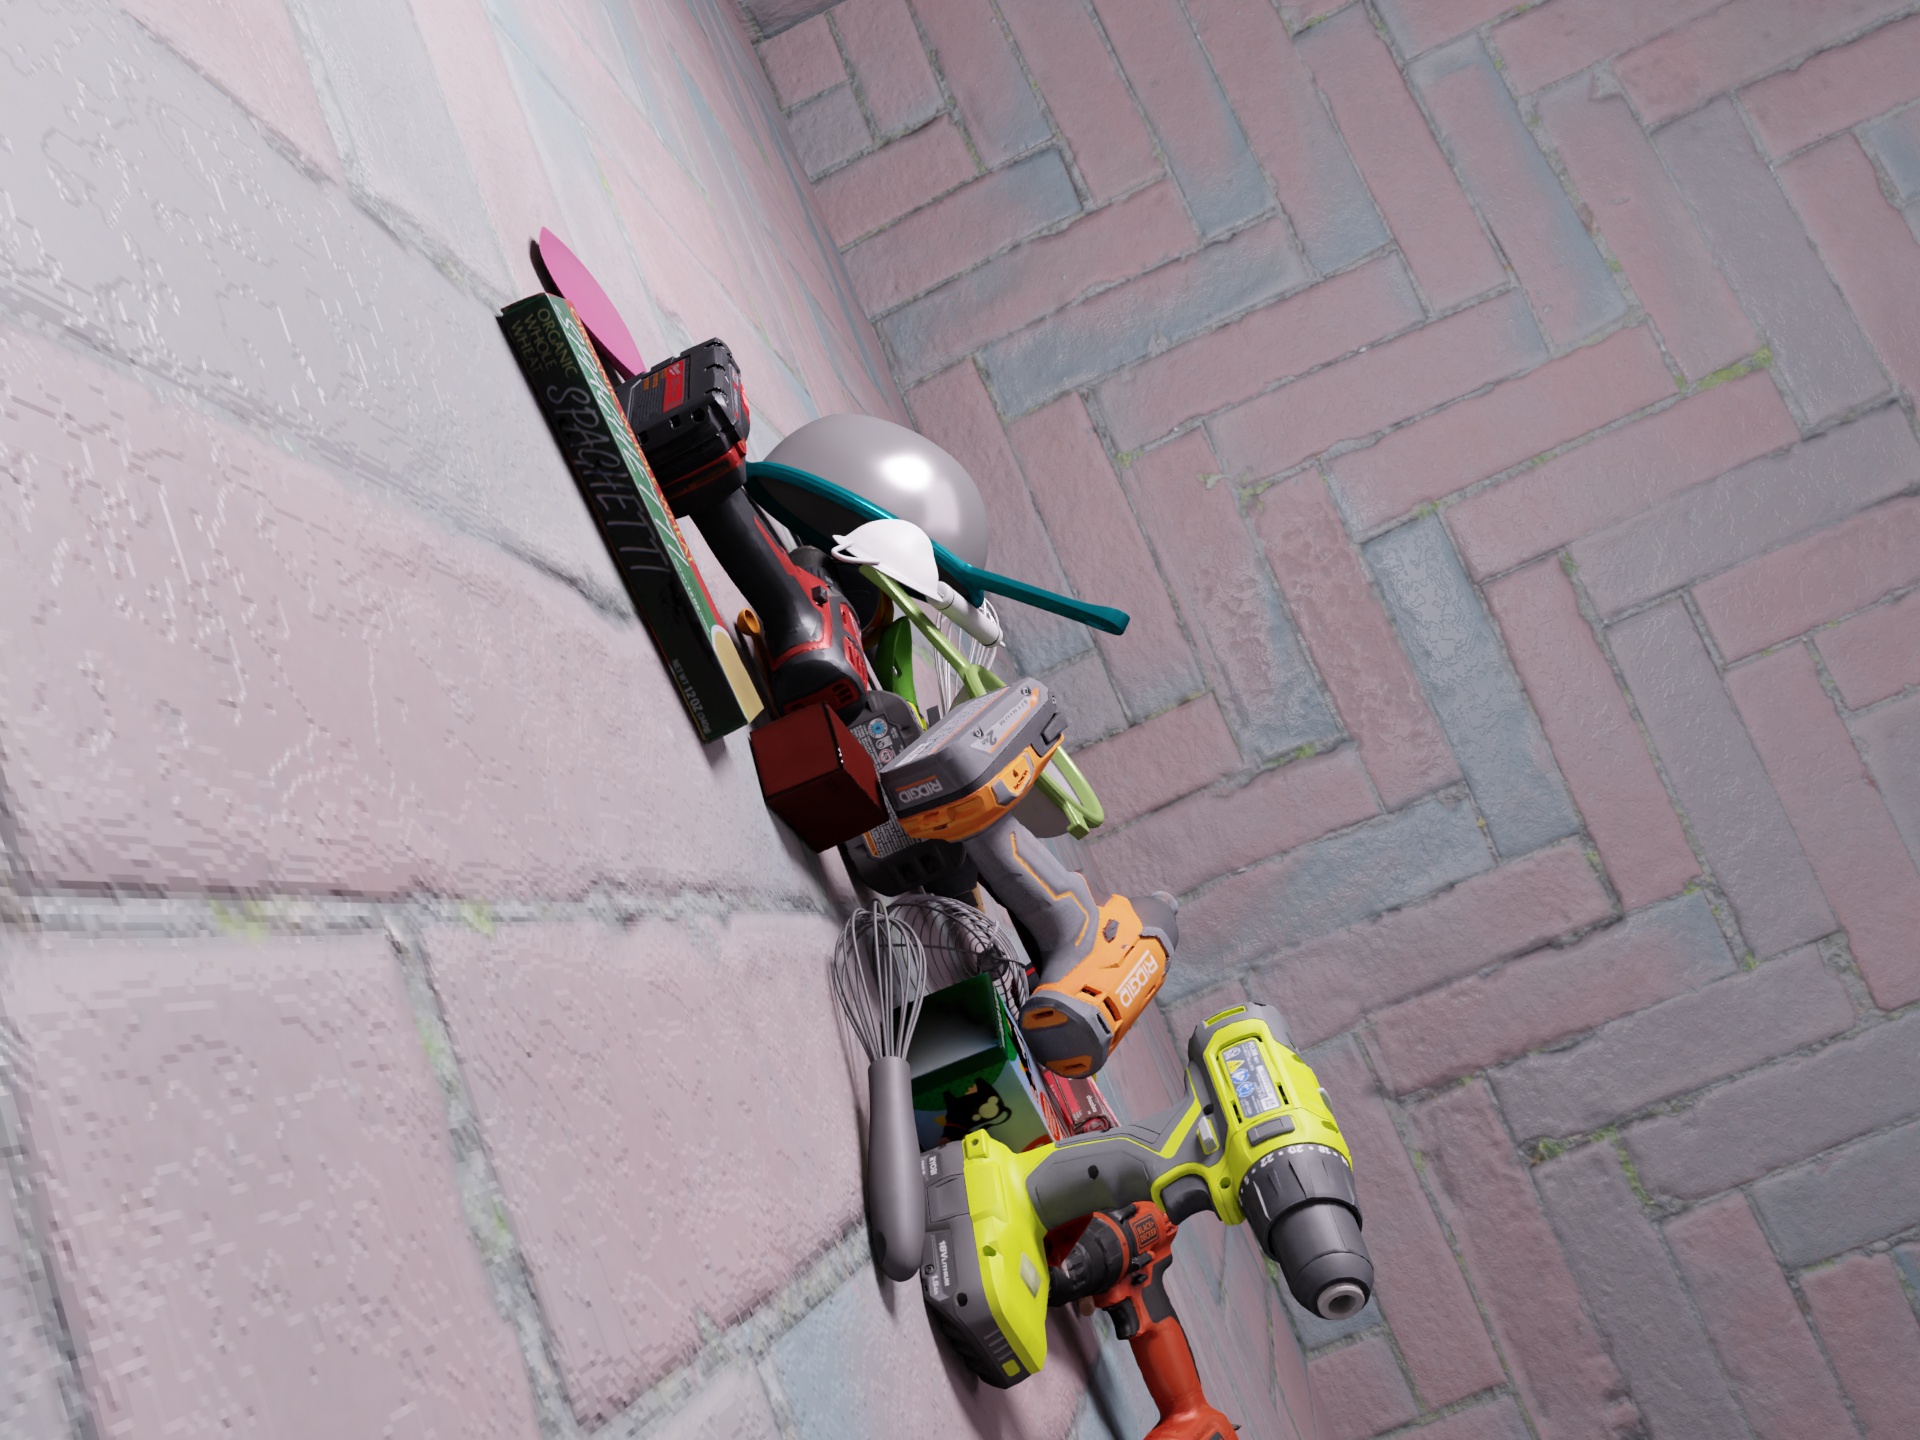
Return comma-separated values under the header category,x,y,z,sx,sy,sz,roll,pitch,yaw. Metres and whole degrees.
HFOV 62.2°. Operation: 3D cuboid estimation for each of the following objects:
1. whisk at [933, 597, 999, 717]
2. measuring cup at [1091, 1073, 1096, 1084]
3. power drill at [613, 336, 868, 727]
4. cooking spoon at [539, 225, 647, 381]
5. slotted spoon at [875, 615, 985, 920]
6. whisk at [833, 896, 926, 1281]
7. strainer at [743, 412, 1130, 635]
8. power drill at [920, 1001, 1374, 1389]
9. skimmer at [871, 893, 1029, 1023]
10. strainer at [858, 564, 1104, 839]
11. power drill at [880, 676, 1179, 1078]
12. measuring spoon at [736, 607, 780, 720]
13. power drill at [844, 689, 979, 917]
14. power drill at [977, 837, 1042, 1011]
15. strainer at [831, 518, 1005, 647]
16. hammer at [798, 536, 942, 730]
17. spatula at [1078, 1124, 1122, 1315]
category,x,y,z,sx,sy,sz,roll,pitch,yaw
whisk,-0.006,0.011,1.300,0.059,0.057,0.246,-8,-109,59
measuring cup,0.101,0.326,1.349,0.062,0.029,0.157,72,16,-49
power drill,-0.129,-0.118,0.991,0.188,0.080,0.226,-103,166,-56
cooking spoon,-0.184,-0.182,1.037,0.069,0.017,0.318,-102,165,-48
slotted spoon,-0.022,0.050,1.346,0.070,0.031,0.313,-71,150,-53
whisk,-0.040,0.188,0.842,0.239,0.055,0.055,-98,164,-50
strainer,-0.006,-0.154,1.201,0.341,0.095,0.210,22,-9,30
power drill,0.096,0.260,0.840,0.191,0.228,0.080,-102,167,-60
skimmer,-0.002,0.192,1.164,0.127,0.090,0.363,55,-6,9
strainer,-0.002,-0.004,1.160,0.256,0.069,0.151,48,10,0
power drill,0.060,0.092,1.021,0.164,0.084,0.226,-40,104,-47
measuring spoon,-0.123,-0.017,1.028,0.117,0.011,0.021,71,16,6
power drill,-0.036,0.063,1.153,0.223,0.080,0.171,43,24,-81
power drill,0.059,0.169,1.344,0.219,0.078,0.143,66,-7,-24
strainer,-0.018,-0.094,1.136,0.087,0.050,0.258,36,1,27
hammer,-0.089,-0.088,1.424,0.146,0.035,0.334,-97,162,-66
spatula,0.121,0.417,1.303,0.317,0.044,0.082,-9,80,-82
